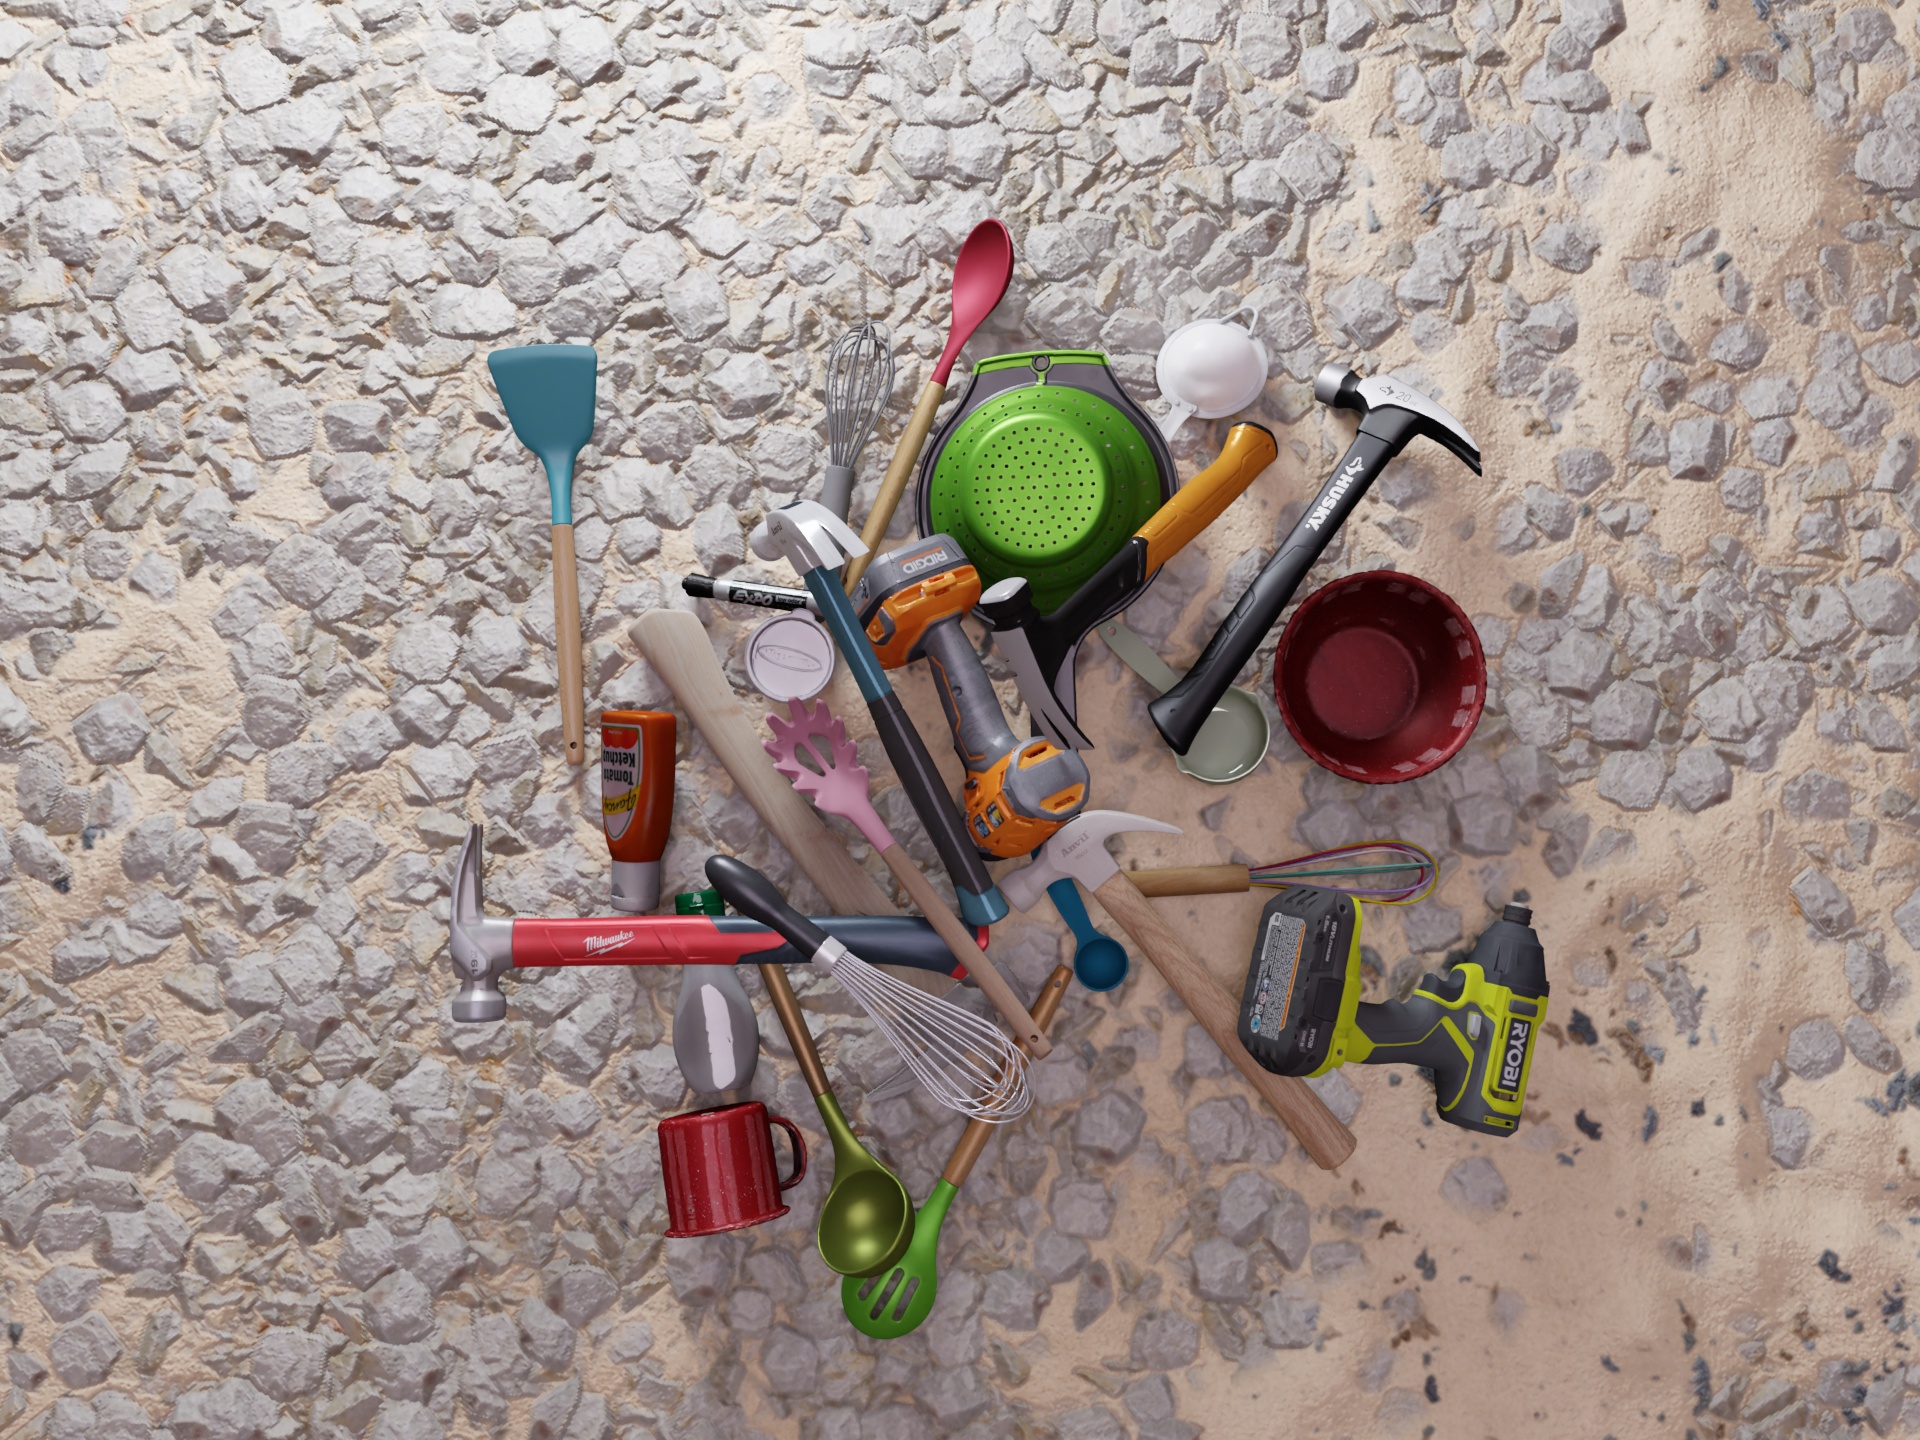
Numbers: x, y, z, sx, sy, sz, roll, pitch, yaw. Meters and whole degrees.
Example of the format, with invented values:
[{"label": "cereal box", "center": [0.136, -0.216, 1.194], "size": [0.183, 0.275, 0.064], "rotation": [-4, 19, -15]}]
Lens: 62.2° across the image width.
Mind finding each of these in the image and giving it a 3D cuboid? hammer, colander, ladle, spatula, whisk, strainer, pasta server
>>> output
[{"label": "hammer", "center": [-0.127, 0.091, 1.206], "size": [0.146, 0.038, 0.410], "rotation": [-37, 87, -2]}, {"label": "hammer", "center": [0.183, 0.202, 1.187], "size": [0.130, 0.031, 0.331], "rotation": [-41, 95, 2]}, {"label": "colander", "center": [0.063, -0.085, 1.181], "size": [0.204, 0.094, 0.397], "rotation": [-2, 90, 9]}, {"label": "ladle", "center": [-0.117, 0.254, 1.178], "size": [0.078, 0.062, 0.320], "rotation": [-26, 81, 16]}, {"label": "hammer", "center": [0.141, -0.118, 1.143], "size": [0.337, 0.034, 0.127], "rotation": [-44, 117, -37]}, {"label": "hammer", "center": [-0.052, -0.005, 1.132], "size": [0.033, 0.128, 0.331], "rotation": [-28, 94, -23]}, {"label": "spatula", "center": [-0.306, -0.125, 1.214], "size": [0.082, 0.044, 0.317], "rotation": [-4, 87, -5]}, {"label": "hammer", "center": [0.250, -0.114, 1.182], "size": [0.146, 0.035, 0.335], "rotation": [31, 79, 30]}, {"label": "whisk", "center": [-0.067, 0.185, 1.113], "size": [0.284, 0.070, 0.070], "rotation": [37, 86, 6]}, {"label": "strainer", "center": [0.159, -0.220, 1.233], "size": [0.087, 0.050, 0.258], "rotation": [31, 89, 17]}, {"label": "ladle", "center": [-0.028, -0.236, 1.230], "size": [0.031, 0.069, 0.315], "rotation": [23, 90, -38]}, {"label": "whisk", "center": [0.241, 0.121, 1.209], "size": [0.245, 0.051, 0.047], "rotation": [-4, 92, 2]}, {"label": "pasta server", "center": [-0.036, 0.112, 1.139], "size": [0.060, 0.040, 0.316], "rotation": [-37, 73, -6]}, {"label": "hammer", "center": [-0.172, 0.144, 1.156], "size": [0.386, 0.038, 0.143], "rotation": [0, 86, -2]}, {"label": "whisk", "center": [-0.090, -0.191, 1.222], "size": [0.055, 0.055, 0.239], "rotation": [10, 90, 0]}]

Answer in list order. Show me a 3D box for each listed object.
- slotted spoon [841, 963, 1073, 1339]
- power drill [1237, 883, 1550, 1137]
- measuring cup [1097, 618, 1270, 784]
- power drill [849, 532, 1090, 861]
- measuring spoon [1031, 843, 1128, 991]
[{"label": "slotted spoon", "center": [0.004, 0.323, 1.197], "size": [0.070, 0.031, 0.314], "rotation": [29, 84, 6]}, {"label": "power drill", "center": [0.327, 0.201, 1.167], "size": [0.223, 0.080, 0.171], "rotation": [15, 84, -19]}, {"label": "measuring cup", "center": [0.167, -0.018, 1.225], "size": [0.083, 0.038, 0.168], "rotation": [-44, 72, -1]}, {"label": "power drill", "center": [-0.002, -0.004, 1.166], "size": [0.084, 0.164, 0.226], "rotation": [-23, 77, -26]}, {"label": "measuring spoon", "center": [0.086, 0.146, 1.209], "size": [0.042, 0.021, 0.128], "rotation": [-28, 91, -4]}]
